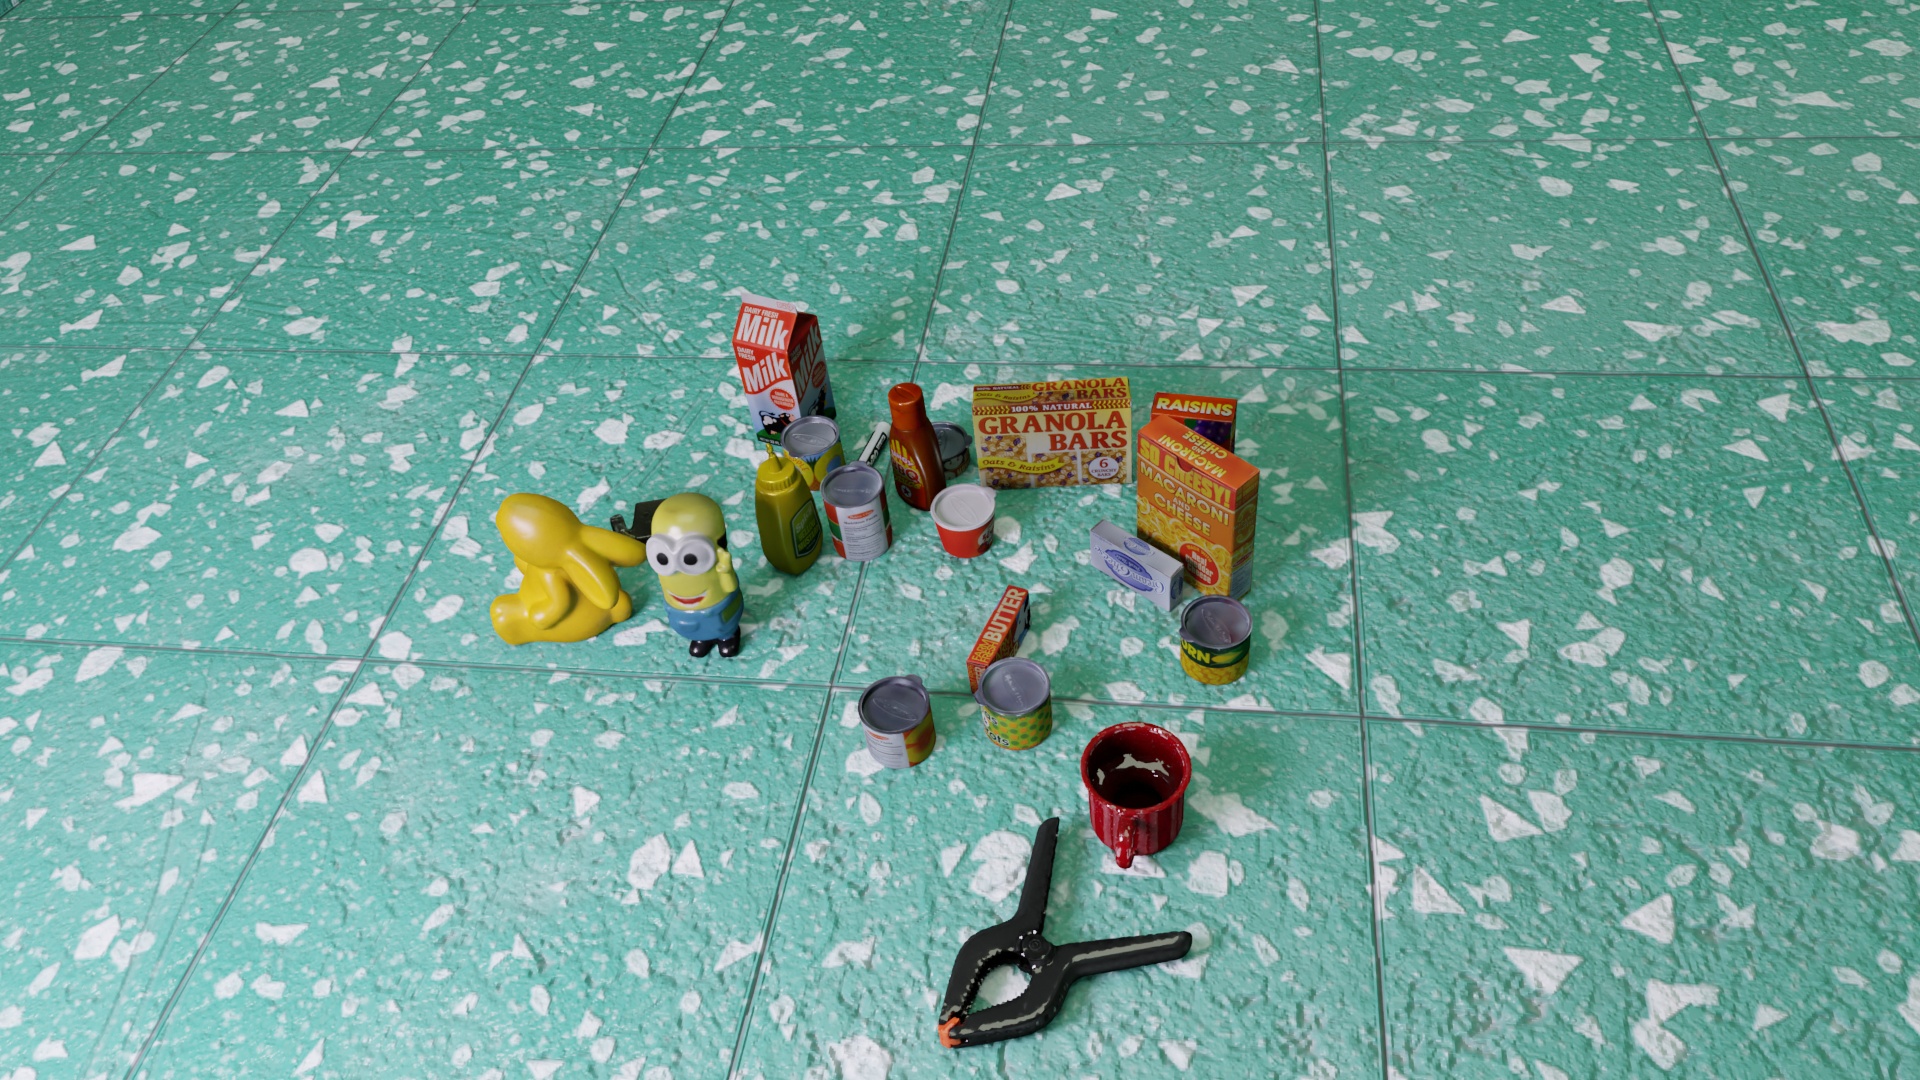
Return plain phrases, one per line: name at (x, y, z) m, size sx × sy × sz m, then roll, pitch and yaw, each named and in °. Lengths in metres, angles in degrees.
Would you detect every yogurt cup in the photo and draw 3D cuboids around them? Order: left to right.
yogurt cup at (0.005, -0.018, 1.457) m, size 0.072 × 0.053 × 0.073 m, roll -4°, pitch 46°, yaw 4°

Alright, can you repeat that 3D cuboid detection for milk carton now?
milk carton at (-0.199, -0.196, 1.561) m, size 0.072 × 0.189 × 0.074 m, roll 14°, pitch 50°, yaw 20°

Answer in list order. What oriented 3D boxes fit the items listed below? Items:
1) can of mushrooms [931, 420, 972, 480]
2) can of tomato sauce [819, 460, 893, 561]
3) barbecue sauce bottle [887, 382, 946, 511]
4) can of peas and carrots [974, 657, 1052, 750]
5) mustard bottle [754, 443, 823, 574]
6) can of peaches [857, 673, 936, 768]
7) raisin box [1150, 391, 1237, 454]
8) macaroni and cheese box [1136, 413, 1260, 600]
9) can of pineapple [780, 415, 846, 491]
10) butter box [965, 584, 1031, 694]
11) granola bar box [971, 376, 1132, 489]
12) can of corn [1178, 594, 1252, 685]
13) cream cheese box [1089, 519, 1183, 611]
can of mushrooms at (-0.020, -0.100, 1.554) m, size 0.071 × 0.033 × 0.071 m, roll -4°, pitch 46°, yaw 4°
can of tomato sauce at (-0.108, -0.030, 1.463) m, size 0.071 × 0.082 × 0.071 m, roll -4°, pitch 46°, yaw 4°
barbecue sauce bottle at (-0.049, -0.101, 1.478) m, size 0.044 × 0.147 × 0.065 m, roll -38°, pitch 53°, yaw -26°
can of peas and carrots at (0.049, 0.152, 1.281) m, size 0.071 × 0.058 × 0.071 m, roll -4°, pitch 46°, yaw 4°
mustard bottle at (-0.181, -0.036, 1.425) m, size 0.049 × 0.159 × 0.065 m, roll 19°, pitch 51°, yaw 24°
can of peaches at (-0.056, 0.167, 1.282) m, size 0.071 × 0.057 × 0.071 m, roll -4°, pitch 46°, yaw 4°
raisin box at (0.243, -0.094, 1.451) m, size 0.086 × 0.122 × 0.040 m, roll 8°, pitch 48°, yaw 15°
macaroni and cheese box at (0.229, -0.027, 1.357) m, size 0.040 × 0.165 × 0.124 m, roll -36°, pitch 52°, yaw -25°
can of pineapple at (-0.165, -0.096, 1.552) m, size 0.071 × 0.057 × 0.071 m, roll -4°, pitch 46°, yaw 4°
butter box at (0.038, 0.097, 1.340) m, size 0.024 × 0.052 × 0.104 m, roll 14°, pitch 50°, yaw 20°
granola bar box at (0.100, -0.114, 1.488) m, size 0.165 × 0.123 × 0.039 m, roll -3°, pitch 46°, yaw 5°
can of corn at (0.239, 0.095, 1.312) m, size 0.071 × 0.058 × 0.071 m, roll -4°, pitch 46°, yaw 4°
cream cheese box at (0.177, 0.025, 1.393) m, size 0.104 × 0.053 × 0.024 m, roll 32°, pitch 58°, yaw 32°
